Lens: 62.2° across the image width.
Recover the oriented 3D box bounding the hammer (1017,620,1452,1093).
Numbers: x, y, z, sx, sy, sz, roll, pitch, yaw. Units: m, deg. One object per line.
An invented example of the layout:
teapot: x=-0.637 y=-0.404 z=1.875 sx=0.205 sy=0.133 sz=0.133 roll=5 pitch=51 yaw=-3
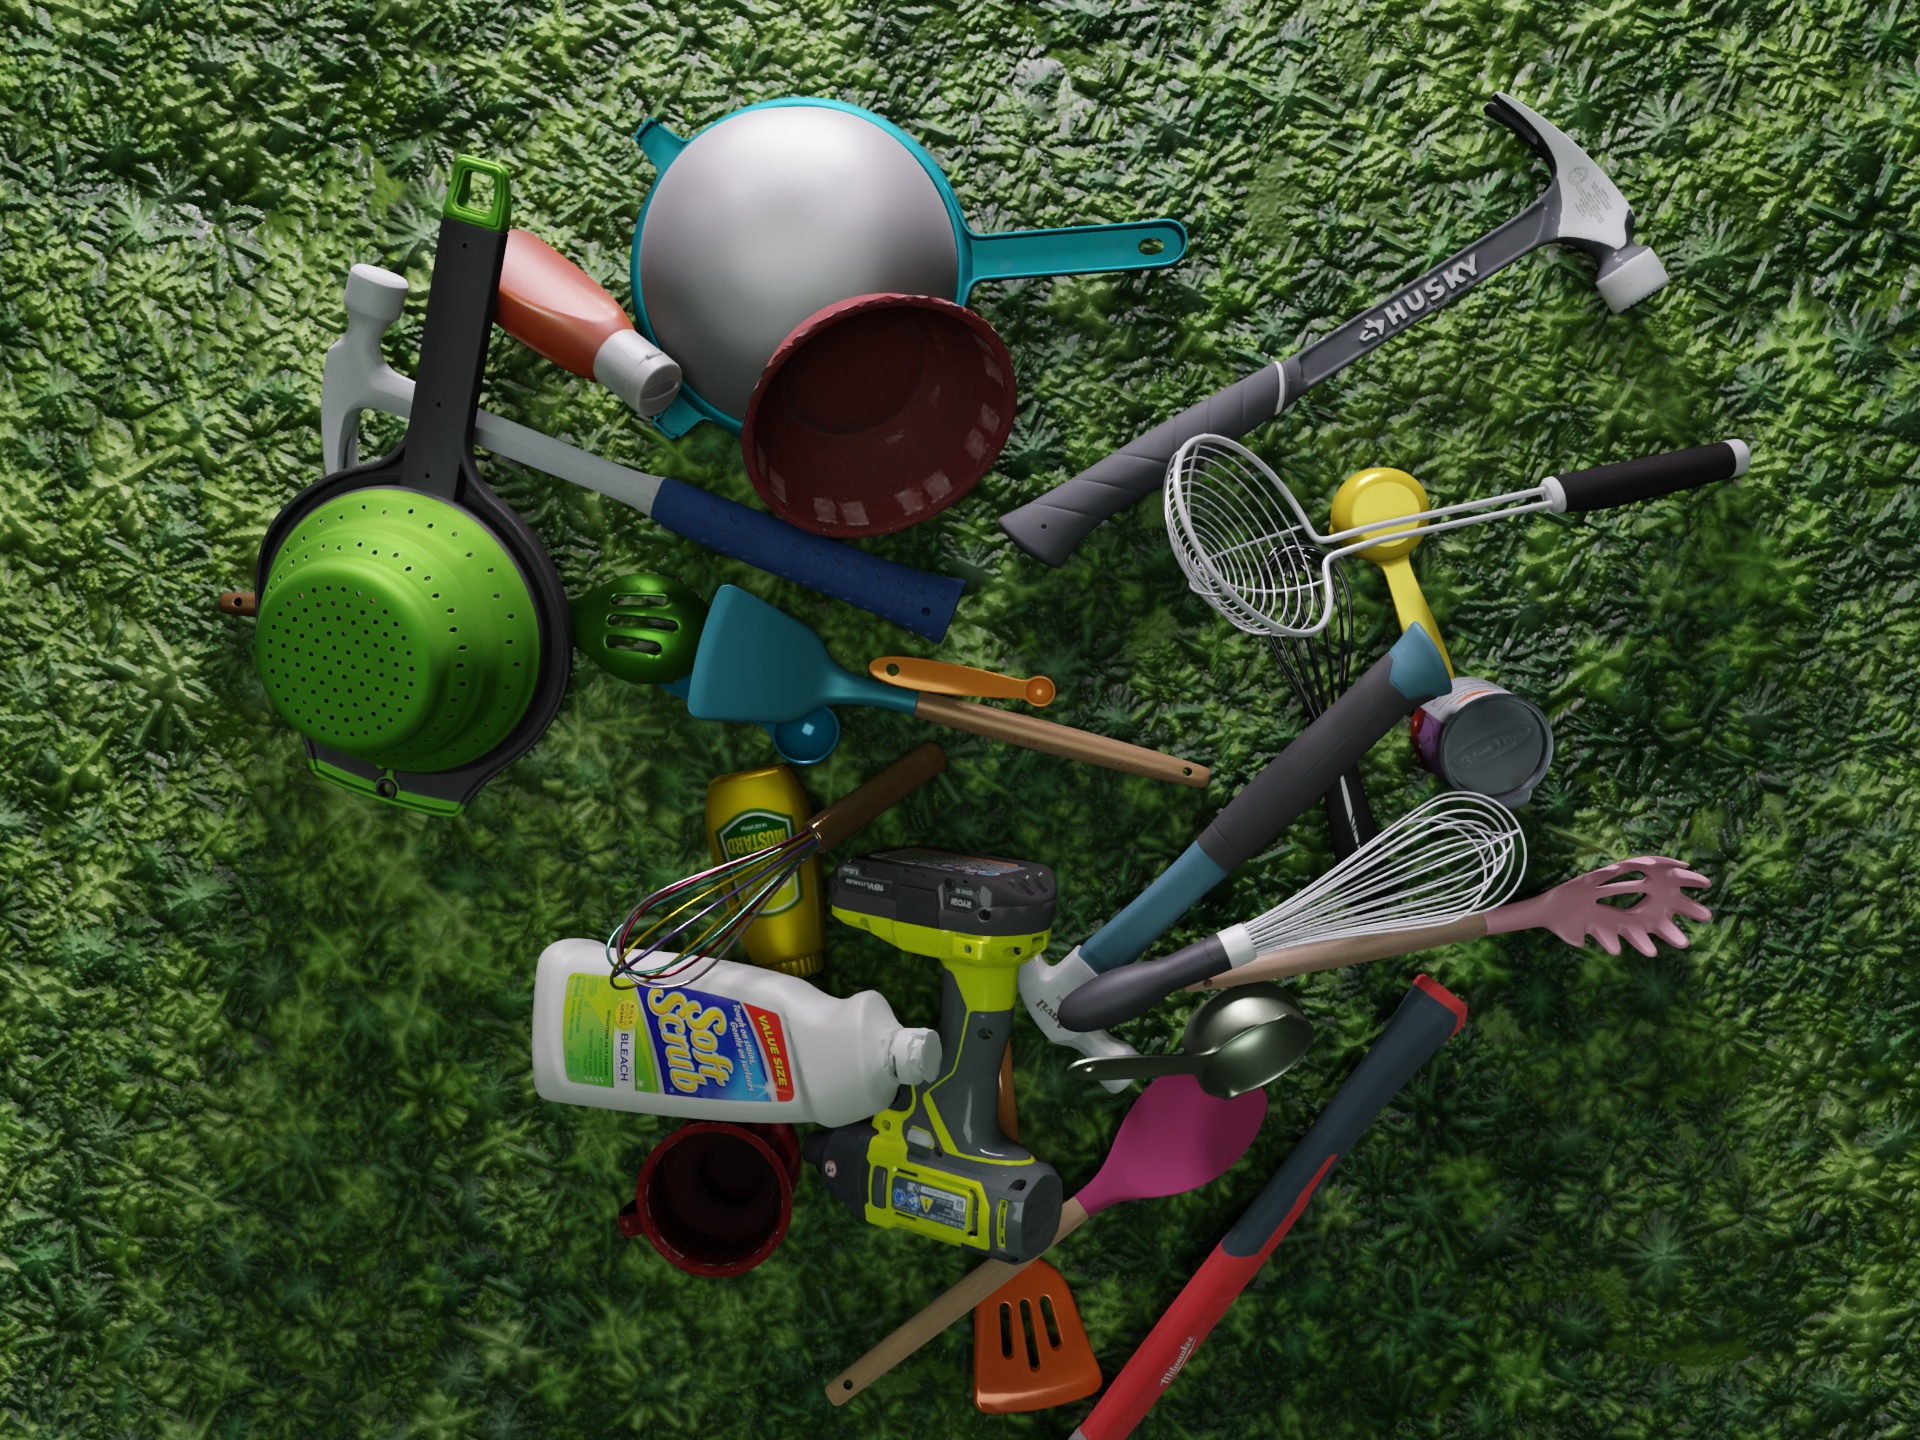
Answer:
hammer: x=0.160 y=0.072 z=0.940 sx=0.128 sy=0.033 sz=0.331 roll=44 pitch=105 yaw=0

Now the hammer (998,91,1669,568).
hammer: x=0.204 y=-0.214 z=0.948 sx=0.409 sy=0.036 sz=0.149 roll=-31 pitch=90 yaw=5

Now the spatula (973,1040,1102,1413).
spatula: x=0.030 y=0.257 z=0.981 sx=0.081 sy=0.041 sz=0.322 roll=-6 pitch=91 yaw=-9

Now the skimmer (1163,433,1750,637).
skimmer: x=0.288 y=-0.128 z=0.893 sx=0.363 sy=0.090 sz=0.127 roll=-12 pitch=68 yaw=-7

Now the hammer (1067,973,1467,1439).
hammer: x=0.165 y=0.308 z=0.947 sx=0.386 sy=0.038 sz=0.143 roll=-53 pitch=134 yaw=0

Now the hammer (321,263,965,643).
hammer: x=-0.195 y=-0.133 z=0.963 sx=0.405 sy=0.035 sz=0.144 roll=22 pitch=108 yaw=0

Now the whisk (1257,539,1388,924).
whisk: x=0.225 y=0.009 z=0.956 sx=0.055 sy=0.055 sz=0.239 roll=-13 pitch=97 yaw=4

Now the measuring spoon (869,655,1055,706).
measuring spoon: x=0.001 y=-0.026 z=0.983 sx=0.117 sy=0.011 sz=0.021 roll=8 pitch=111 yaw=6

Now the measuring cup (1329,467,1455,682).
measuring cup: x=0.270 y=-0.077 z=0.954 sx=0.062 sy=0.029 sz=0.156 roll=-20 pitch=92 yaw=4

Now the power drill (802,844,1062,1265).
power drill: x=-0.020 y=0.193 z=0.947 sx=0.171 sy=0.080 sz=0.223 roll=6 pitch=95 yaw=33

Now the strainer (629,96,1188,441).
strainer: x=-0.037 y=-0.274 z=0.928 sx=0.340 sy=0.095 sz=0.211 roll=-3 pitch=93 yaw=5

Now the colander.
colander: x=-0.320 y=-0.120 z=0.910 sx=0.204 sy=0.094 sz=0.397 roll=17 pitch=107 yaw=3

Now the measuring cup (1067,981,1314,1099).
measuring cup: x=0.130 y=0.187 z=0.935 sx=0.167 sy=0.038 sz=0.083 roll=2 pitch=131 yaw=-27

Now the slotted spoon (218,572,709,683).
slotted spoon: x=-0.310 y=-0.064 z=0.990 sx=0.314 sy=0.031 sz=0.070 roll=3 pitch=81 yaw=5

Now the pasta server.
pasta server: x=0.285 y=0.128 z=0.939 sx=0.316 sy=0.040 sz=0.060 roll=-10 pitch=107 yaw=-6

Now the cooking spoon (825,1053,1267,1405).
cooking spoon: x=0.052 y=0.309 z=0.962 sx=0.319 sy=0.017 sz=0.069 roll=-34 pitch=83 yaw=-10

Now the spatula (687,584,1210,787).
spatula: x=-0.002 y=-0.003 z=0.961 sx=0.317 sy=0.044 sz=0.082 roll=14 pitch=83 yaw=-2

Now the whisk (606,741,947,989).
whisk: x=-0.104 y=0.082 z=0.931 sx=0.245 sy=0.051 sz=0.047 roll=-34 pitch=125 yaw=-27

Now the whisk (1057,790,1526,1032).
whisk: x=0.186 y=0.115 z=0.905 sx=0.284 sy=0.070 sz=0.070 roll=-22 pitch=92 yaw=1

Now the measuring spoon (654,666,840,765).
measuring spoon: x=-0.134 y=-0.006 z=0.990 sx=0.128 sy=0.021 sz=0.042 roll=22 pitch=70 yaw=11
